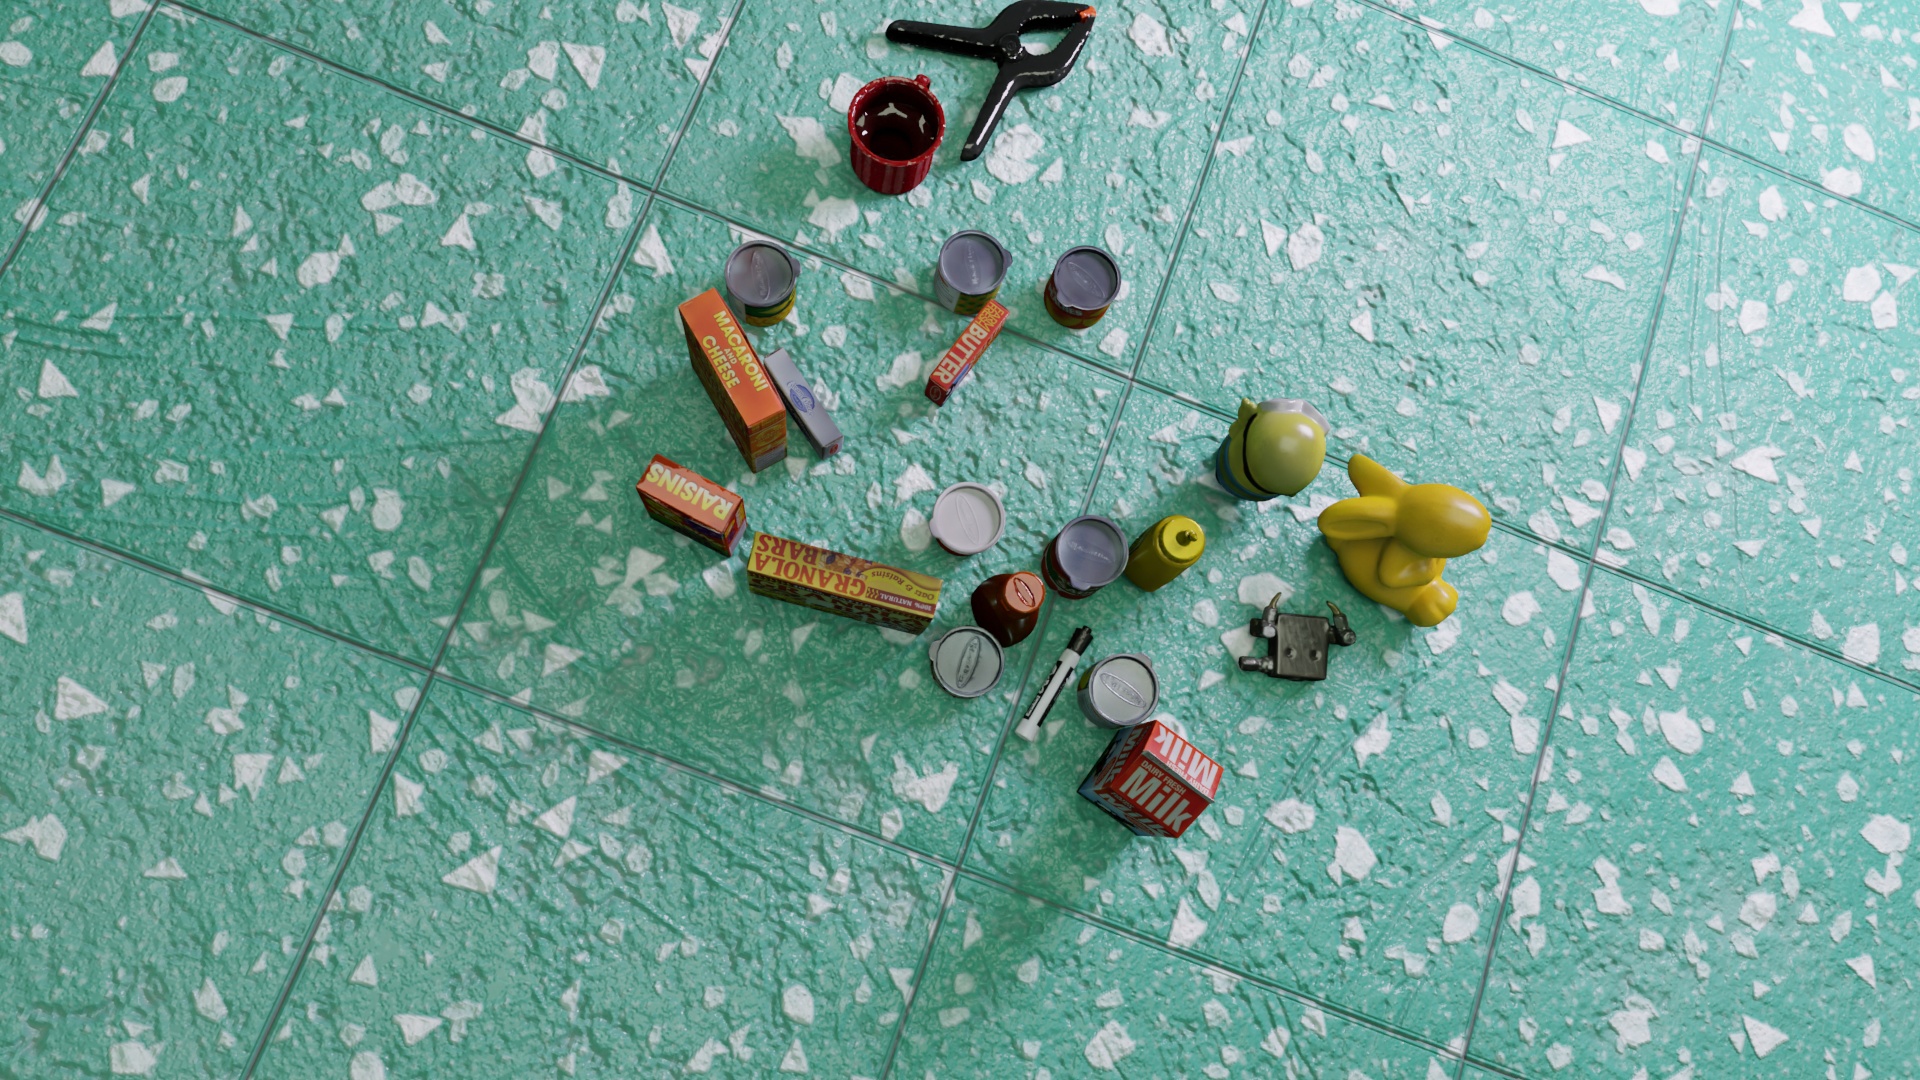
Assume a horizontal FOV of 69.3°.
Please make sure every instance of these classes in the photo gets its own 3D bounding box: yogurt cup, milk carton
[{"bbox_3d":[0.005,-0.016,1.295,0.072,0.054,0.072,1,79,-7],"label":"yogurt cup"},{"bbox_3d":[0.165,0.207,1.200,0.072,0.190,0.073,36,77,1],"label":"milk carton"}]

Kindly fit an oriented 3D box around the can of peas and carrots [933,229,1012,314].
[{"bbox_3d":[0.011,-0.259,1.342,0.071,0.058,0.071,1,79,-7],"label":"can of peas and carrots"}]

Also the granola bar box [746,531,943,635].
[{"bbox_3d":[-0.105,0.041,1.233,0.166,0.124,0.039,15,78,-4],"label":"granola bar box"}]

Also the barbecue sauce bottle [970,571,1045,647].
[{"bbox_3d":[0.044,0.057,1.236,0.044,0.148,0.065,-31,84,-12],"label":"barbecue sauce bottle"}]

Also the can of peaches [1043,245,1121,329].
[{"bbox_3d":[0.116,-0.244,1.353,0.071,0.058,0.071,1,79,-7],"label":"can of peaches"}]

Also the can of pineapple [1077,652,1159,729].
[{"bbox_3d":[0.146,0.139,1.279,0.071,0.057,0.071,1,79,-7],"label":"can of pineapple"}]

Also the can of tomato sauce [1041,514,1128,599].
[{"bbox_3d":[0.113,0.019,1.287,0.071,0.083,0.071,1,79,-7],"label":"can of tomato sauce"}]

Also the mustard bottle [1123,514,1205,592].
[{"bbox_3d":[0.189,0.006,1.259,0.049,0.160,0.065,42,77,2],"label":"mustard bottle"}]

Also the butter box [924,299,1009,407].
[{"bbox_3d":[0.005,-0.180,1.328,0.024,0.053,0.104,37,77,1],"label":"butter box"}]

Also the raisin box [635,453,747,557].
[{"bbox_3d":[-0.236,-0.029,1.231,0.086,0.123,0.040,28,77,-1],"label":"raisin box"}]

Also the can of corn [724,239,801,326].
[{"bbox_3d":[-0.186,-0.243,1.314,0.071,0.058,0.071,1,79,-7],"label":"can of corn"}]

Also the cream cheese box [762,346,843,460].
[{"bbox_3d":[-0.147,-0.126,1.298,0.024,0.053,0.104,-33,85,-12],"label":"cream cheese box"}]

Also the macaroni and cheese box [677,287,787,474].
[{"bbox_3d":[-0.200,-0.139,1.236,0.040,0.166,0.124,-29,84,-11],"label":"macaroni and cheese box"}]

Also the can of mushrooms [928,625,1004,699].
[{"bbox_3d":[0.004,0.112,1.279,0.071,0.033,0.071,1,79,-7],"label":"can of mushrooms"}]
